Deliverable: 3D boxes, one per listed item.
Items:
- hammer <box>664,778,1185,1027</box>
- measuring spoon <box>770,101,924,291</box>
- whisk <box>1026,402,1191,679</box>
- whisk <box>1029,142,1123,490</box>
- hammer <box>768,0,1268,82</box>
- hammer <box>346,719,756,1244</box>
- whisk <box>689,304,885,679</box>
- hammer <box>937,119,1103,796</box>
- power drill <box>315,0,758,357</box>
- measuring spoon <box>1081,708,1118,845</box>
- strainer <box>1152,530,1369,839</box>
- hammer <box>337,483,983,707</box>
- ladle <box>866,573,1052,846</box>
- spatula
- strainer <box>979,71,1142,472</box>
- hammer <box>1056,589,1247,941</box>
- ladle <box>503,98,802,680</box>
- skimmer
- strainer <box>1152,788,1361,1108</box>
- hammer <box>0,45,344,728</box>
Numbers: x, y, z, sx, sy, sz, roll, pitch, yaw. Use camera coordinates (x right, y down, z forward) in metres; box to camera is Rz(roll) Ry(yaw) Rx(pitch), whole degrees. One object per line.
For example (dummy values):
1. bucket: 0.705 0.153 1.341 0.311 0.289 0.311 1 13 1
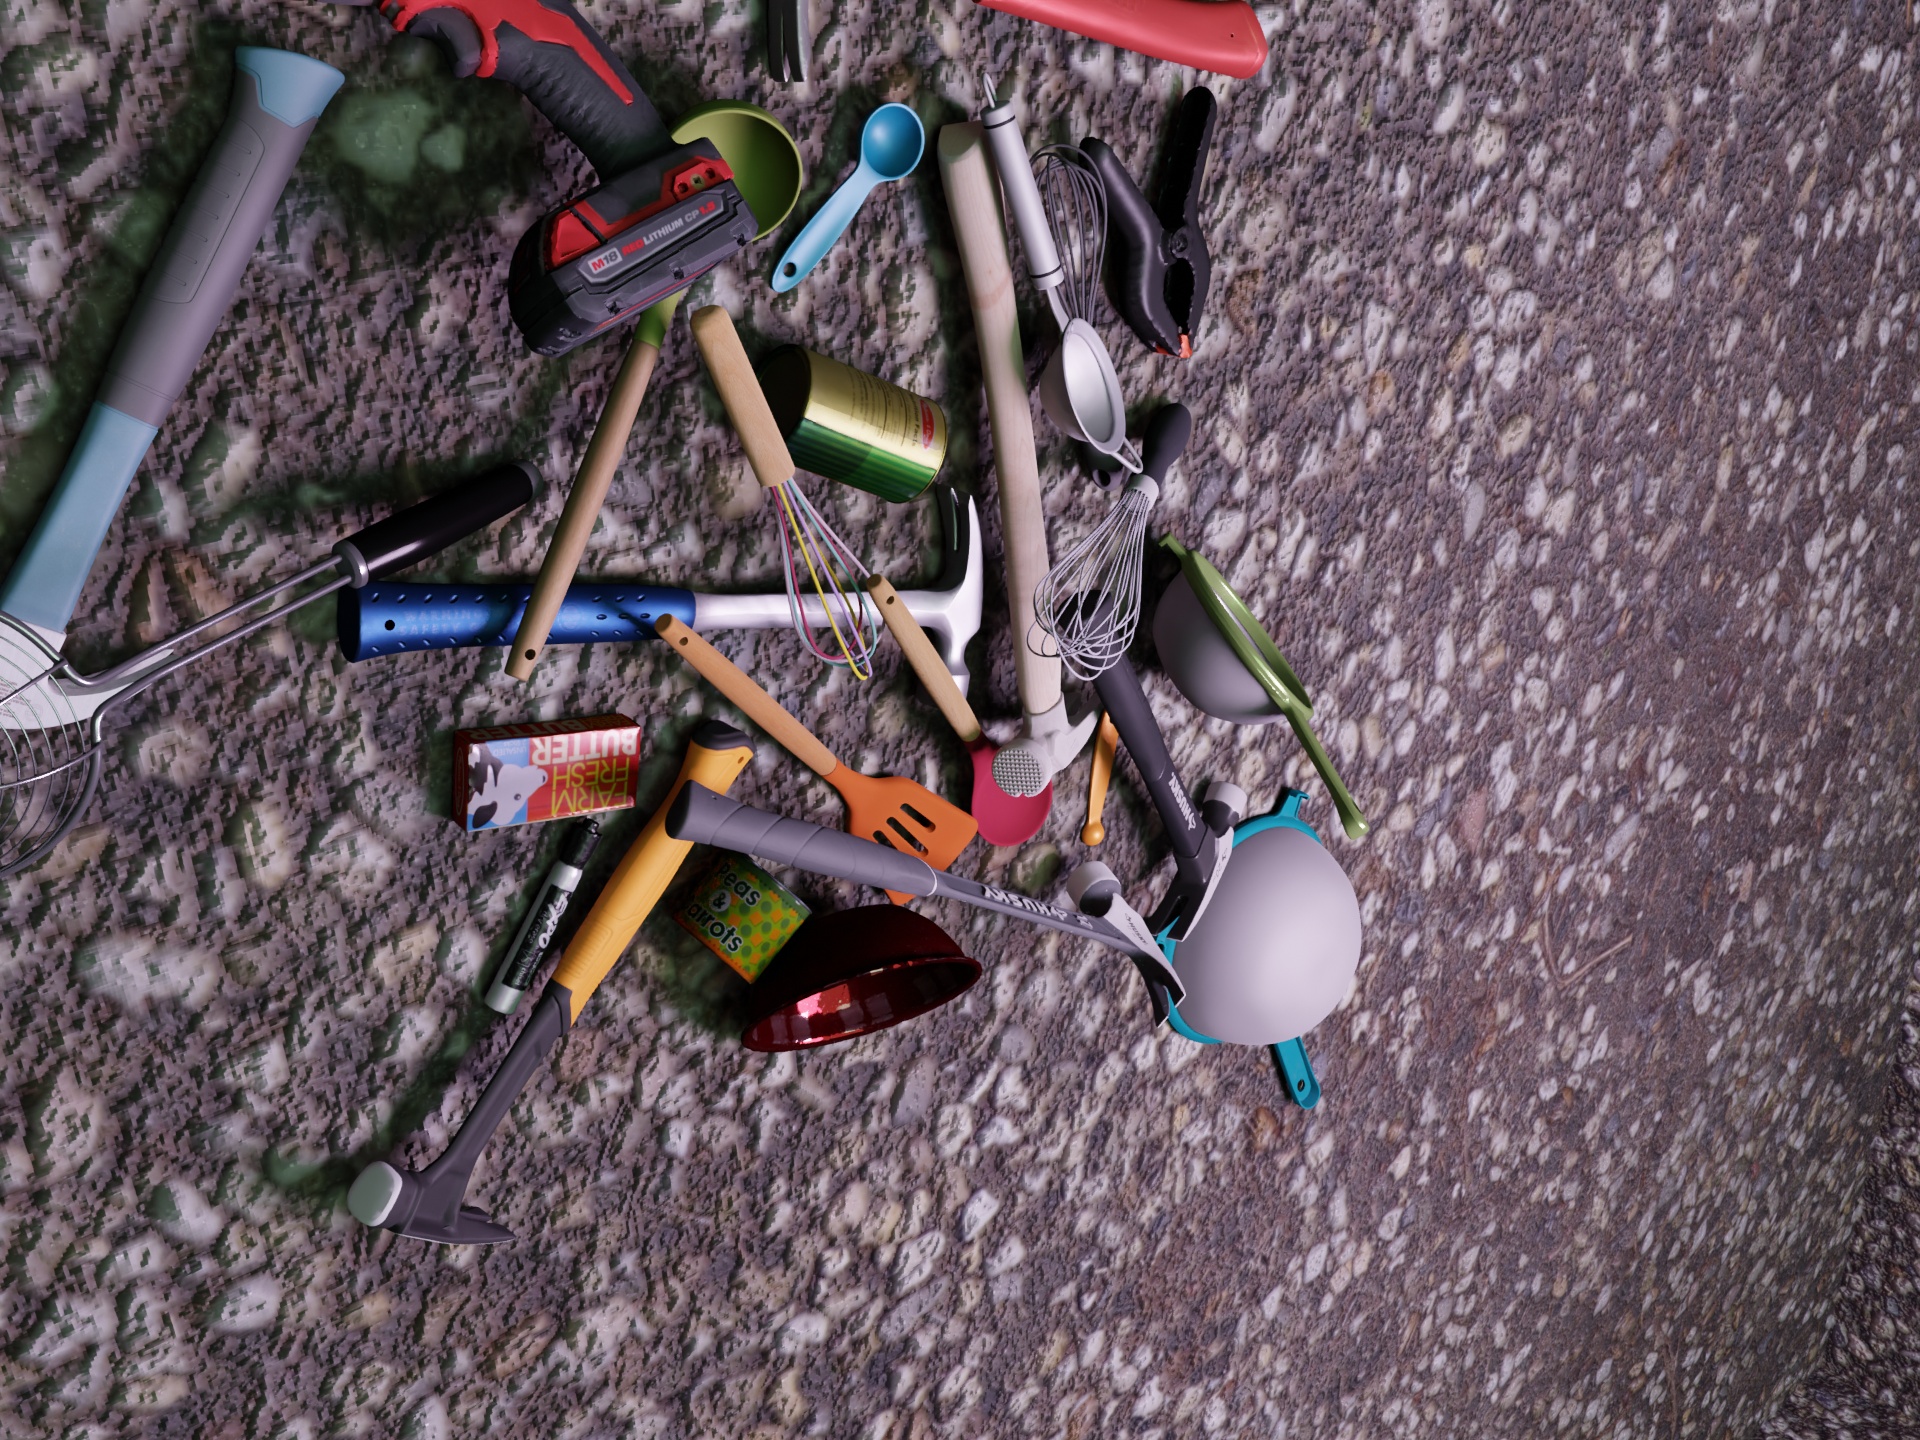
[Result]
1. hammer: -0.012 0.107 1.011 0.408 0.149 0.036 21 113 -39
2. measuring spoon: -0.070 -0.298 0.907 0.128 0.021 0.042 -51 133 0
3. whisk: 0.107 -0.129 1.028 0.285 0.070 0.070 -63 142 -43
4. whisk: 0.081 -0.253 1.028 0.055 0.055 0.238 -35 131 -25
5. hammer: 0.049 -0.421 0.940 0.359 0.037 0.149 -3 109 -39
6. hammer: -0.218 0.149 0.932 0.337 0.034 0.127 -59 153 -11
7. whisk: -0.095 -0.119 0.880 0.047 0.051 0.244 -58 140 -37
8. hammer: 0.038 -0.166 1.014 0.146 0.038 0.410 -46 132 -58
9. power drill: -0.202 -0.287 0.721 0.143 0.078 0.219 -37 106 -25
10. measuring spoon: 0.108 0.040 1.193 0.021 0.011 0.117 -5 111 -39
11. strainer: 0.203 -0.007 1.125 0.069 0.257 0.151 -36 142 17
12. hammer: -0.147 -0.068 0.917 0.405 0.035 0.144 -4 110 -39
13. ladle: -0.002 -0.003 1.022 0.069 0.031 0.315 -49 147 -11
14. spatula: -0.088 0.022 0.975 0.081 0.041 0.322 -45 143 -1
15. strainer: 0.053 -0.259 0.955 0.087 0.050 0.258 -65 141 -49
16. hammer: 0.133 0.027 1.136 0.146 0.035 0.334 -63 144 -27
17. ladle: -0.167 -0.169 0.822 0.078 0.062 0.320 24 85 -40
18. skimmer: -0.342 -0.049 0.716 0.363 0.090 0.127 -43 129 -48
19. strainer: 0.291 0.240 1.371 0.211 0.095 0.340 -40 127 -22
20. hammer: -0.364 -0.148 0.703 0.128 0.033 0.331 26 90 -42
